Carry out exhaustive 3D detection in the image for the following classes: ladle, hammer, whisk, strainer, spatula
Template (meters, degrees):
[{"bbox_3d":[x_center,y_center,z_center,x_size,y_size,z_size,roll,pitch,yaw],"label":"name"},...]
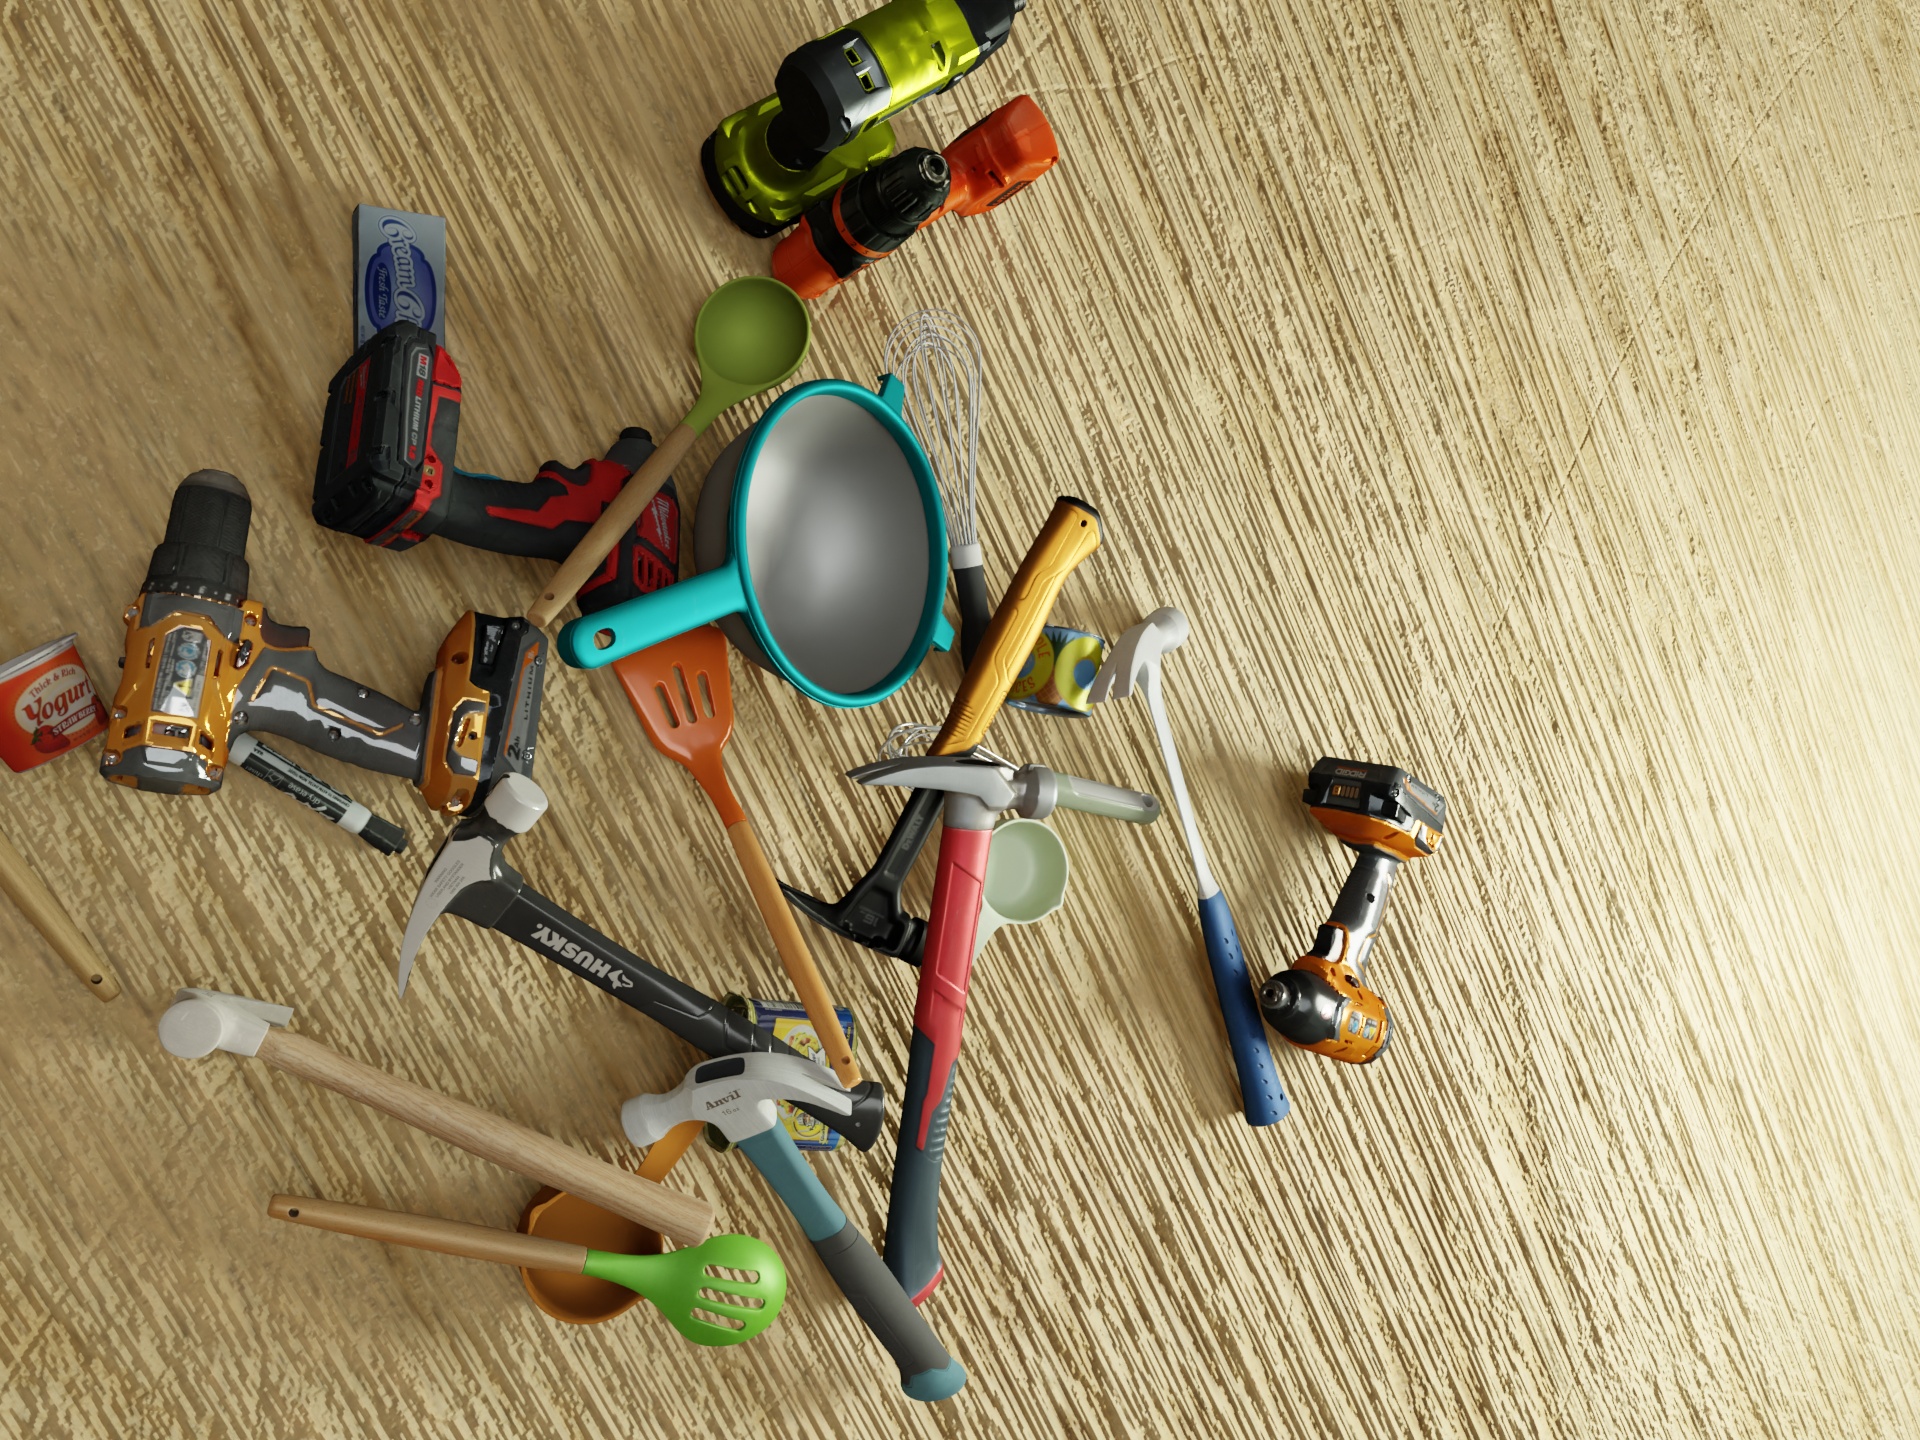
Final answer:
[{"bbox_3d":[-0.560,0.028,0.862,0.069,0.031,0.315,-38,107,-22],"label":"ladle"},{"bbox_3d":[-0.002,-0.003,1.077,0.127,0.034,0.337,29,88,-28],"label":"hammer"},{"bbox_3d":[0.183,0.124,1.211,0.144,0.035,0.405,-35,112,-57],"label":"hammer"},{"bbox_3d":[0.049,0.044,1.162,0.246,0.059,0.058,14,41,-30],"label":"whisk"},{"bbox_3d":[-0.180,-0.172,0.981,0.078,0.062,0.320,22,49,5],"label":"ladle"},{"bbox_3d":[-0.141,-0.092,0.996,0.340,0.095,0.211,-30,113,-49],"label":"strainer"},{"bbox_3d":[-0.294,0.231,0.920,0.331,0.130,0.031,29,77,-17],"label":"hammer"},{"bbox_3d":[-0.082,0.337,1.030,0.128,0.033,0.330,-24,119,7],"label":"hammer"},{"bbox_3d":[-0.133,0.084,1.018,0.081,0.041,0.323,-16,66,-26],"label":"spatula"},{"bbox_3d":[-0.181,0.176,0.972,0.334,0.035,0.146,37,102,-21],"label":"hammer"},{"bbox_3d":[0.000,-0.150,1.137,0.070,0.070,0.284,-15,100,-27],"label":"whisk"},{"bbox_3d":[-0.030,0.215,1.073,0.143,0.038,0.386,4,100,-26],"label":"hammer"}]

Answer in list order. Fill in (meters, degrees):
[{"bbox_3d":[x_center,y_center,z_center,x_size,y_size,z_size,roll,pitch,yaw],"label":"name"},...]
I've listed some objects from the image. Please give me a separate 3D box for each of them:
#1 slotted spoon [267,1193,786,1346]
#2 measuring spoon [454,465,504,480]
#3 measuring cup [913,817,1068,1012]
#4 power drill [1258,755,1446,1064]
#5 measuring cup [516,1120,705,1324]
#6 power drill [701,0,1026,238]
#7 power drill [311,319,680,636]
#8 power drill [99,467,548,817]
[{"bbox_3d":[-0.252,0.322,0.953,0.313,0.031,0.070,17,84,-16],"label":"slotted spoon"},{"bbox_3d":[-0.333,-0.156,0.990,0.128,0.021,0.042,35,51,-13],"label":"measuring spoon"},{"bbox_3d":[0.011,0.143,1.145,0.083,0.038,0.167,43,73,-20],"label":"measuring cup"},{"bbox_3d":[0.299,0.148,1.245,0.164,0.084,0.226,25,78,-48],"label":"power drill"},{"bbox_3d":[-0.212,0.296,1.015,0.095,0.052,0.174,41,71,-17],"label":"measuring cup"},{"bbox_3d":[-0.065,-0.396,1.014,0.171,0.223,0.080,-37,105,-23],"label":"power drill"},{"bbox_3d":[-0.266,-0.145,0.964,0.219,0.078,0.143,21,57,-42],"label":"power drill"},{"bbox_3d":[-0.363,-0.039,0.928,0.226,0.084,0.185,10,74,-26],"label":"power drill"}]
